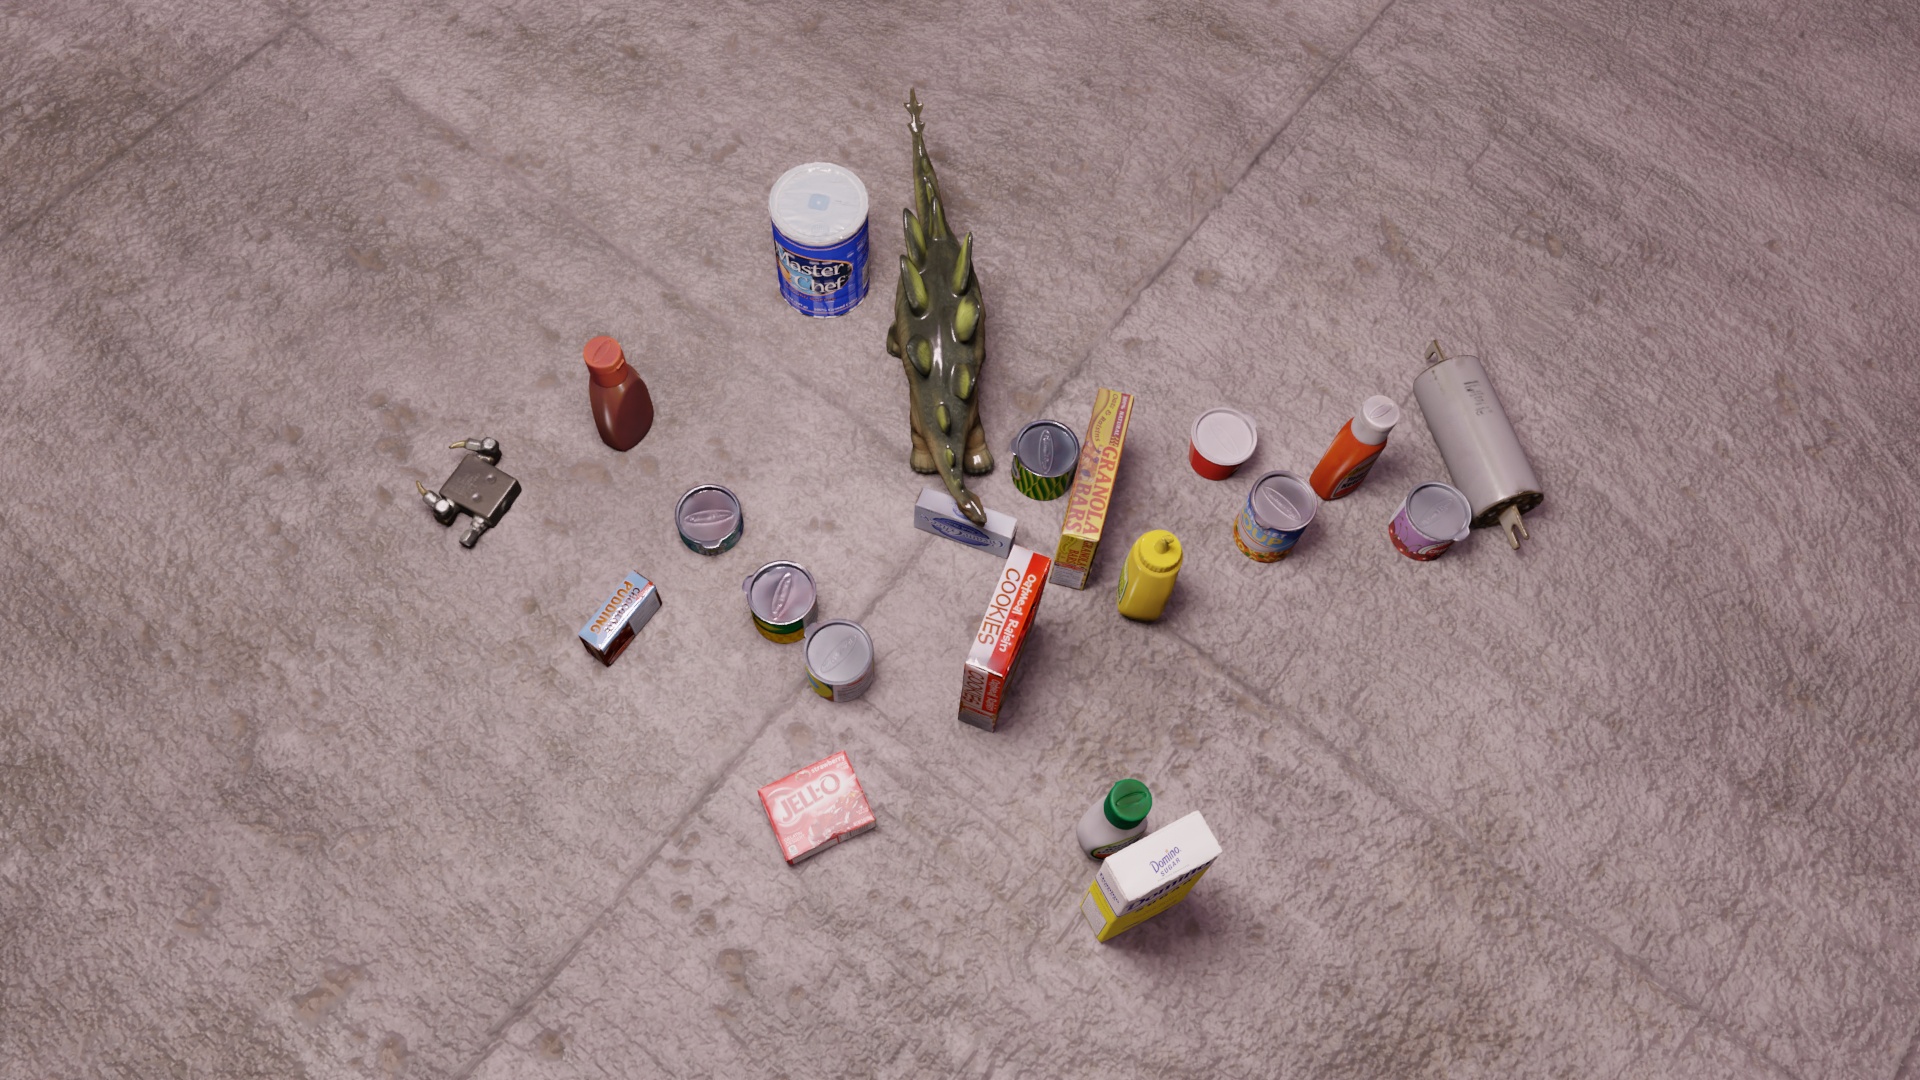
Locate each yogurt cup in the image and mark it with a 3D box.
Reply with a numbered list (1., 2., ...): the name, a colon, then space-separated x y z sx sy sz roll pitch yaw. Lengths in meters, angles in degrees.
1. yogurt cup: 0.269 -0.098 1.444 0.072 0.053 0.072 1 65 -3

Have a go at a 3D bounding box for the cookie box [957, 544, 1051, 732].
1. cookie box: 0.040 0.094 1.281 0.040 0.166 0.123 20 66 6

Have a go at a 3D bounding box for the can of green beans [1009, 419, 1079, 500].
1. can of green beans: 0.086 -0.082 1.425 0.071 0.057 0.071 1 65 -2

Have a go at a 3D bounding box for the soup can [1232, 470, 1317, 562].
1. soup can: 0.312 -0.021 1.395 0.071 0.083 0.071 1 66 -2

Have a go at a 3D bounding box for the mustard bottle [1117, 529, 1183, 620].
1. mustard bottle: 0.183 0.025 1.324 0.049 0.159 0.065 9 66 1

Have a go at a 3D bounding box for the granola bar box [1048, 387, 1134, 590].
1. granola bar box: 0.130 -0.049 1.376 0.039 0.123 0.166 14 66 4

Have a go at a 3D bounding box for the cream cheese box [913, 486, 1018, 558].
1. cream cheese box: 0.005 -0.017 1.393 0.104 0.053 0.024 19 66 6

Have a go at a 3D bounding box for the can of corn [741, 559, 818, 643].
1. can of corn: -0.174 0.060 1.345 0.071 0.058 0.071 1 65 -2

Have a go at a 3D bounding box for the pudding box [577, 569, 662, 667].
1. pudding box: -0.326 0.075 1.335 0.030 0.049 0.084 32 68 11

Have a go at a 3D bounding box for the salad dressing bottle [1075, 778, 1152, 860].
1. salad dressing bottle: 0.139 0.246 1.227 0.064 0.147 0.044 -17 68 -10

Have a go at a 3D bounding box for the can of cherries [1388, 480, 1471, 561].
1. can of cherries: 0.479 -0.017 1.416 0.071 0.058 0.072 1 65 -2

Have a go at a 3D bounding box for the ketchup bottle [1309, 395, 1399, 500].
1. ketchup bottle: 0.399 -0.095 1.398 0.065 0.148 0.043 -30 71 -15

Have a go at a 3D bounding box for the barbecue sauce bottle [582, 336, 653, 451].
1. barbecue sauce bottle: -0.343 -0.149 1.382 0.044 0.148 0.065 26 67 9

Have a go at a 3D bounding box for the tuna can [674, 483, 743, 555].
1. tuna can: -0.251 -0.018 1.391 0.071 0.032 0.071 1 65 -3

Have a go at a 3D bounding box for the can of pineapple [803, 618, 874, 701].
1. can of pineapple: -0.116 0.113 1.324 0.071 0.057 0.071 1 65 -2
